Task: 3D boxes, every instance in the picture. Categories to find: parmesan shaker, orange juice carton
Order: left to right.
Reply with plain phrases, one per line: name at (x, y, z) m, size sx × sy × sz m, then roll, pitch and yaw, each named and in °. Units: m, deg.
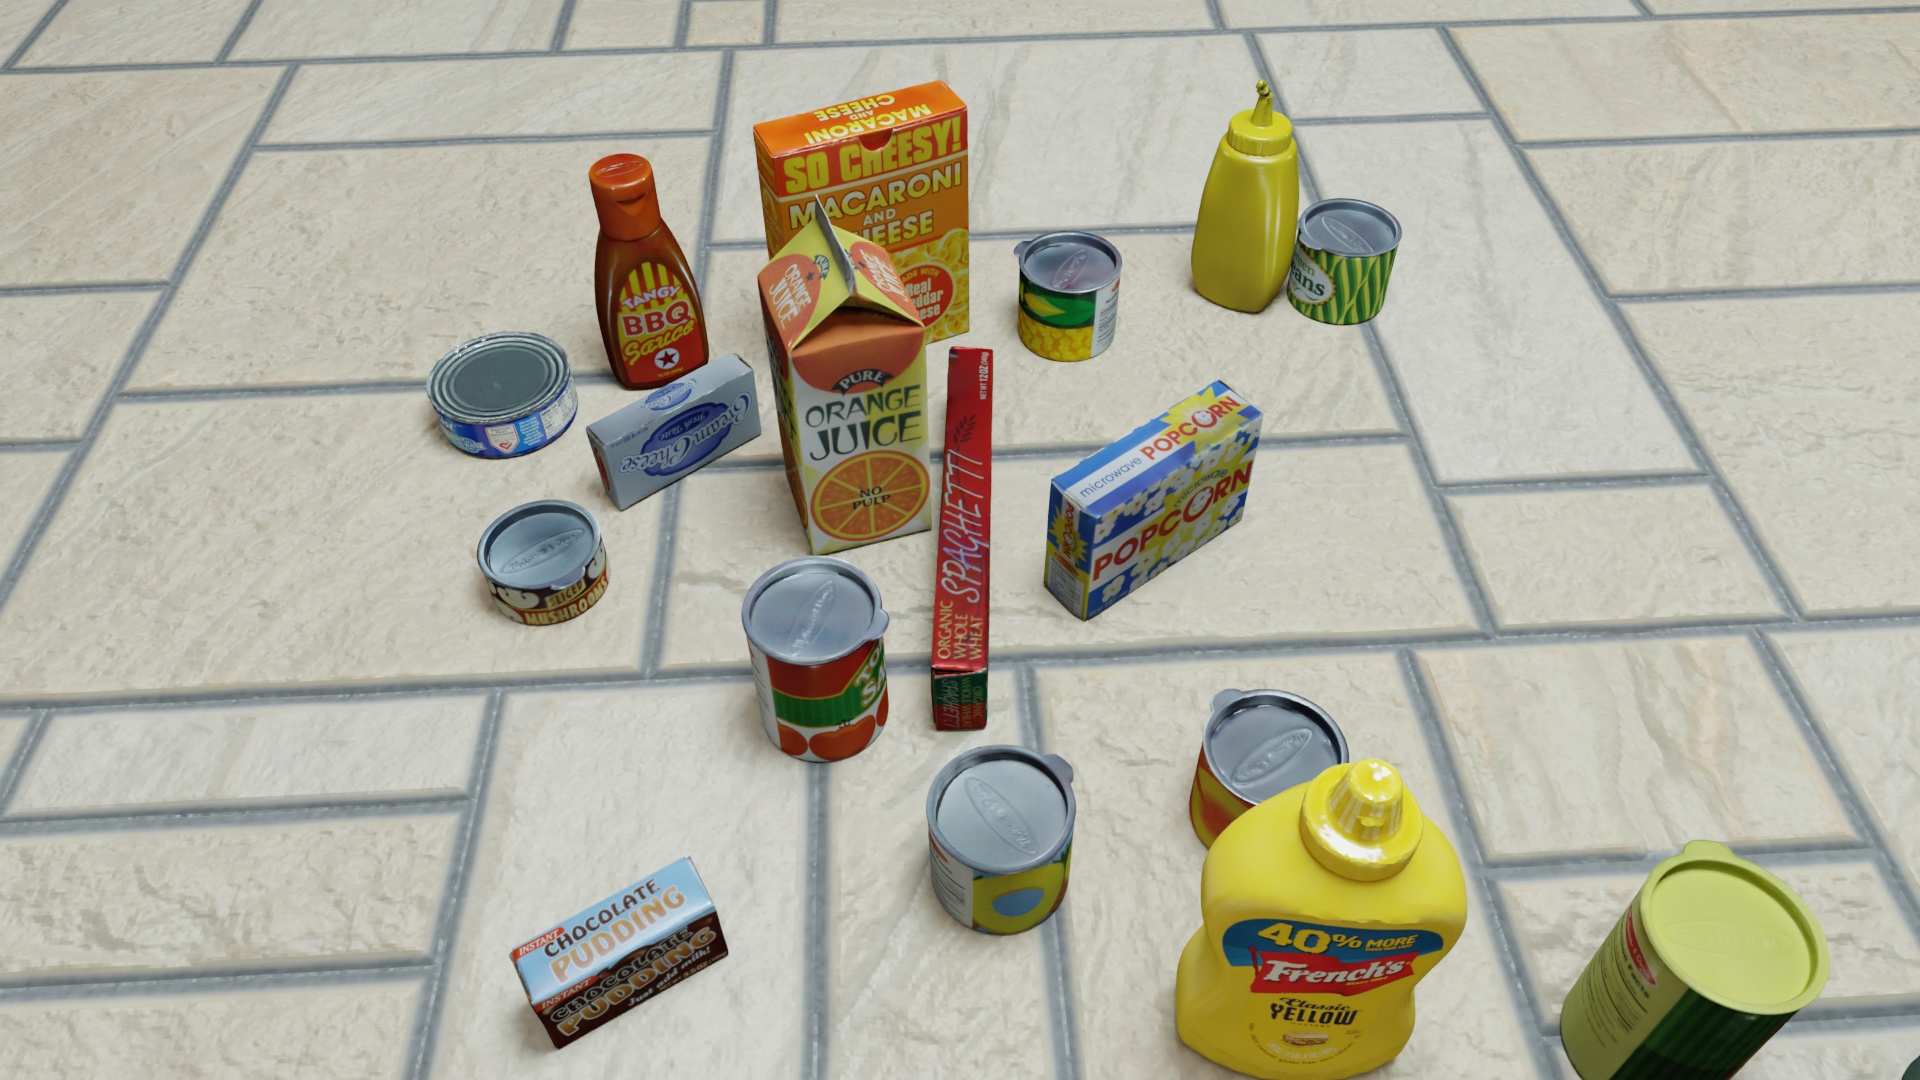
orange juice carton at (-0.061, -0.087, 0.747) m, size 0.073 × 0.191 × 0.072 m, roll -14°, pitch 48°, yaw -12°
parmesan shaker at (0.290, 0.178, 0.558) m, size 0.071 × 0.102 × 0.072 m, roll 0°, pitch 47°, yaw 0°

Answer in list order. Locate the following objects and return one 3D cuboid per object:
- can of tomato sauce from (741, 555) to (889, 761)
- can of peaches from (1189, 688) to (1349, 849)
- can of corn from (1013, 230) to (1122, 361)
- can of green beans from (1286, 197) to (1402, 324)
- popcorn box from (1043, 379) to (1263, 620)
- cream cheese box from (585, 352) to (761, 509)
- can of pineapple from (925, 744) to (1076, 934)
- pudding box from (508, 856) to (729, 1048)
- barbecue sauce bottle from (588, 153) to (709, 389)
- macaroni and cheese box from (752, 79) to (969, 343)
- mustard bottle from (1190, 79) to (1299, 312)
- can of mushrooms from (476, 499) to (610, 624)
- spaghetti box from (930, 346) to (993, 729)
can of tomato sauce at (-0.068, 0.060, 0.685) m, size 0.071 × 0.082 × 0.071 m, roll 0°, pitch 47°, yaw 0°
can of peaches at (0.142, 0.111, 0.652) m, size 0.071 × 0.057 × 0.071 m, roll 0°, pitch 47°, yaw 0°
can of corn at (0.068, -0.160, 0.906) m, size 0.071 × 0.058 × 0.071 m, roll 0°, pitch 47°, yaw 0°
can of green beans at (0.255, -0.186, 0.929) m, size 0.071 × 0.057 × 0.071 m, roll 0°, pitch 47°, yaw 0°
popcorn box at (0.104, -0.022, 0.758) m, size 0.127 × 0.084 × 0.038 m, roll -31°, pitch 54°, yaw -25°
cream cheese box at (-0.168, -0.065, 0.823) m, size 0.104 × 0.053 × 0.024 m, roll -33°, pitch 55°, yaw -27°
can of pineapple at (0.020, 0.135, 0.630) m, size 0.071 × 0.057 × 0.071 m, roll 0°, pitch 47°, yaw 0°
pudding box at (-0.145, 0.177, 0.598) m, size 0.084 × 0.049 × 0.030 m, roll -25°, pitch 52°, yaw -21°
barbecue sauce bottle at (-0.195, -0.163, 0.850) m, size 0.065 × 0.147 × 0.044 m, roll -20°, pitch 50°, yaw -17°
macaroni and cheese box at (-0.056, -0.188, 0.860) m, size 0.124 × 0.165 × 0.040 m, roll -20°, pitch 50°, yaw -17°
mustard bottle at (0.188, -0.224, 0.896) m, size 0.065 × 0.159 × 0.049 m, roll 25°, pitch 52°, yaw 22°
can of mushrooms at (-0.227, 0.013, 0.763) m, size 0.071 × 0.033 × 0.071 m, roll 0°, pitch 47°, yaw 0°
spaghetti box at (0.003, -0.010, 0.771) m, size 0.029 × 0.049 × 0.251 m, roll 1°, pitch 47°, yaw 1°
